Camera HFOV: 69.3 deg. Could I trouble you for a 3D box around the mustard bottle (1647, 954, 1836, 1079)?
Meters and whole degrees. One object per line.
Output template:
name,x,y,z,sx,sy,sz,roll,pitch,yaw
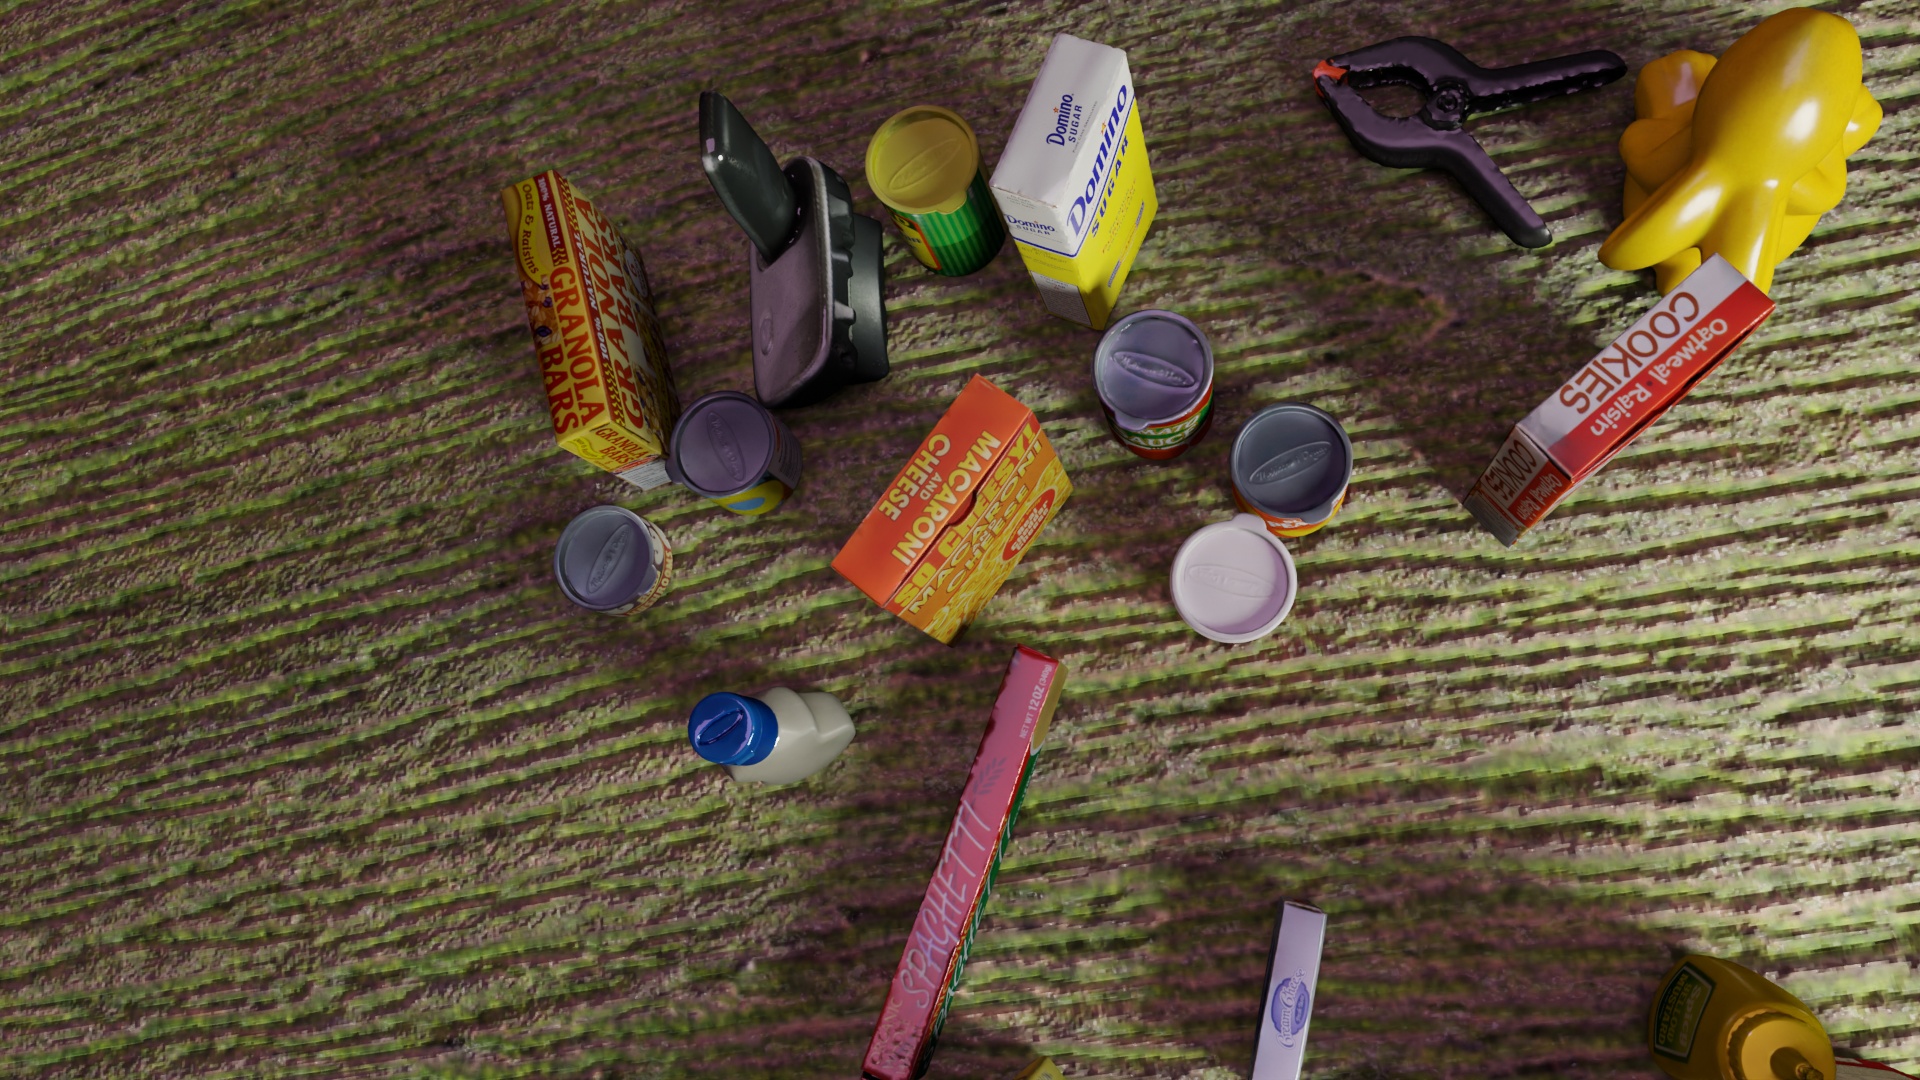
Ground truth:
mustard bottle,0.363,0.231,0.640,0.049,0.160,0.065,21,84,15

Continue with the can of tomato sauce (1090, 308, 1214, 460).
can of tomato sauce,0.112,-0.085,0.796,0.071,0.083,0.071,-2,78,11

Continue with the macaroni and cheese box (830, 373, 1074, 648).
macaroni and cheese box,0.003,-0.010,0.758,0.040,0.166,0.124,36,88,16

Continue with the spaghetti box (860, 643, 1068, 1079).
spaghetti box,0.005,0.181,0.779,0.029,0.050,0.250,19,83,14

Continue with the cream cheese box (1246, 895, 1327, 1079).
cream cheese box,0.171,0.242,0.731,0.024,0.053,0.104,11,81,13

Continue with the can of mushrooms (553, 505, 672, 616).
can of mushrooms,-0.214,0.015,0.866,0.071,0.033,0.071,-2,78,11

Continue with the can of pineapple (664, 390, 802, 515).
can of pineapple,-0.138,-0.052,0.852,0.071,0.058,0.071,-2,78,11

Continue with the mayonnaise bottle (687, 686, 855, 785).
mayonnaise bottle,-0.105,0.107,0.765,0.065,0.148,0.041,-35,75,3

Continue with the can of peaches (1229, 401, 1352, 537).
can of peaches,0.186,-0.036,0.784,0.071,0.058,0.071,-2,78,11

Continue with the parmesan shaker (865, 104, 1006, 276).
parmesan shaker,-0.011,-0.204,0.834,0.071,0.103,0.071,-2,79,11

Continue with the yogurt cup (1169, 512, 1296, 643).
yogurt cup,0.153,0.026,0.779,0.072,0.054,0.072,-2,78,11

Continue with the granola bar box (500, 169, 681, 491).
granola bar box,-0.218,-0.124,0.848,0.039,0.124,0.166,-19,76,7

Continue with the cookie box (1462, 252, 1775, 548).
cookie box,0.326,-0.063,0.705,0.123,0.167,0.040,-42,74,1
